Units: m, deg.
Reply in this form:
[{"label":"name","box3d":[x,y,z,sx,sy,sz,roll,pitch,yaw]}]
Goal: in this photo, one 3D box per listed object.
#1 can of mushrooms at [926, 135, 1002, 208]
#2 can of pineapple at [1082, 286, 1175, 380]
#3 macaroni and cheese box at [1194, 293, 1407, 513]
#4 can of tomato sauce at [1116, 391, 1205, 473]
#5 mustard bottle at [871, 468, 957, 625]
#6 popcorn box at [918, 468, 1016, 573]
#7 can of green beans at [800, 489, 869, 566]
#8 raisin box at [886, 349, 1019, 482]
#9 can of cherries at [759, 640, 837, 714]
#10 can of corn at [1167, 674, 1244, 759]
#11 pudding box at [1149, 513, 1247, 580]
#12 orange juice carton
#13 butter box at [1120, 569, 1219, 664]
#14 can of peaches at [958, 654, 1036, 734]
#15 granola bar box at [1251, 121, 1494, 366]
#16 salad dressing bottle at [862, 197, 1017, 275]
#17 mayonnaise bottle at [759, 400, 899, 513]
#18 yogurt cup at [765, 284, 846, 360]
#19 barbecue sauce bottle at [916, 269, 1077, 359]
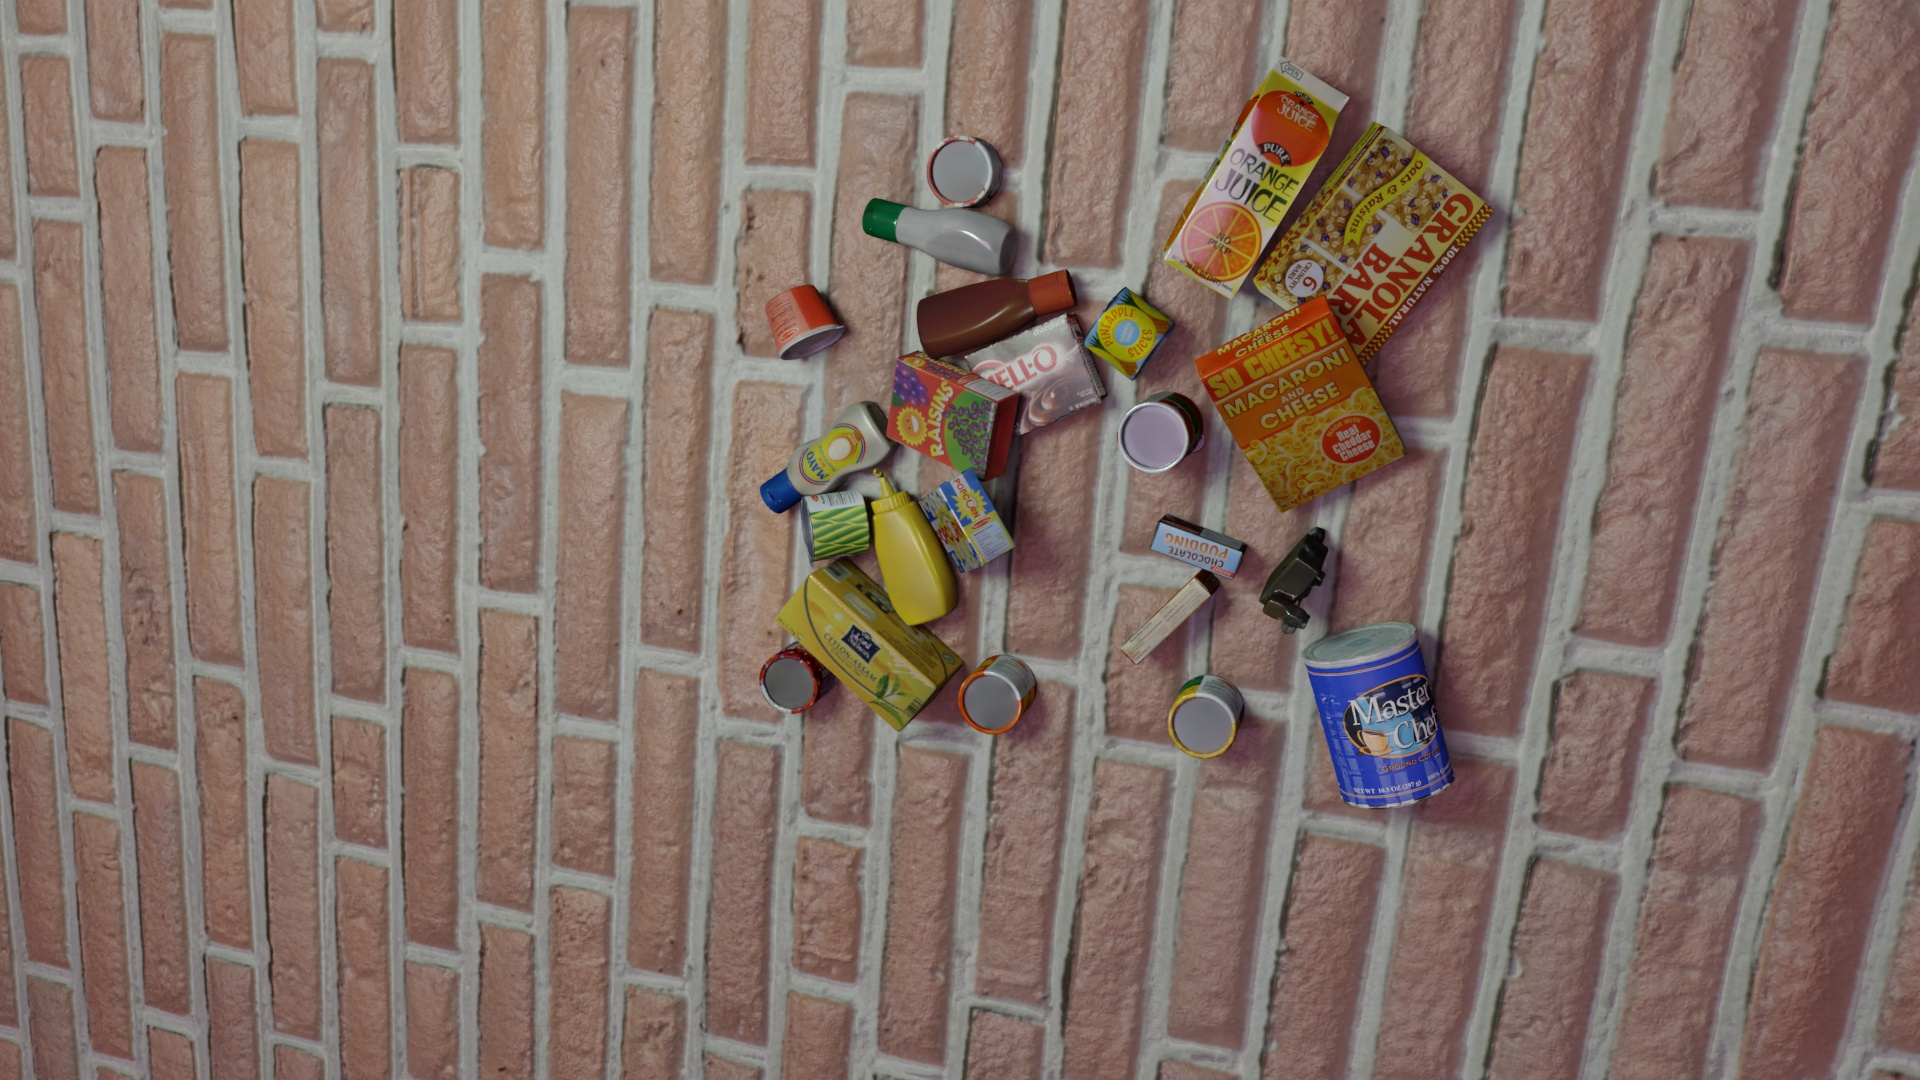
[{"label":"can of mushrooms","box3d":[0.001,-0.345,1.302,0.071,0.033,0.071,4,103,16]},{"label":"can of pineapple","box3d":[0.154,-0.188,1.266,0.058,0.071,0.070,38,110,6]},{"label":"macaroni and cheese box","box3d":[0.296,-0.117,1.209,0.123,0.040,0.166,-27,122,18]},{"label":"can of tomato sauce","box3d":[0.184,-0.098,1.267,0.071,0.083,0.071,4,102,17]},{"label":"mustard bottle","box3d":[-0.053,0.002,1.382,0.065,0.049,0.160,-16,95,25]},{"label":"popcorn box","box3d":[0.005,-0.017,1.321,0.038,0.126,0.085,-30,91,-11]},{"label":"can of green beans","box3d":[-0.125,-0.015,1.382,0.058,0.071,0.071,-8,100,-14]},{"label":"raisin box","box3d":[-0.009,-0.119,1.322,0.123,0.040,0.085,27,124,29]},{"label":"can of cherries","box3d":[-0.166,0.138,1.441,0.071,0.058,0.071,4,103,17]},{"label":"can of corn","box3d":[0.232,0.170,1.320,0.071,0.058,0.071,4,102,17]},{"label":"pudding box","box3d":[0.222,0.005,1.294,0.084,0.050,0.030,21,105,12]},{"label":"orange juice carton","box3d":[0.253,-0.313,1.200,0.072,0.073,0.192,29,109,-4]},{"label":"butter box","box3d":[0.199,0.072,1.314,0.024,0.053,0.103,46,110,7]},{"label":"can of peaches","box3d":[0.036,0.155,1.380,0.071,0.058,0.071,3,102,17]},{"label":"granola bar box","box3d":[0.349,-0.251,1.185,0.124,0.039,0.165,31,110,-15]},{"label":"salad dressing bottle","box3d":[-0.021,-0.290,1.309,0.148,0.064,0.044,19,67,20]},{"label":"mayonnaise bottle","box3d":[-0.135,-0.078,1.396,0.148,0.041,0.065,-32,88,20]},{"label":"yogurt cup","box3d":[-0.157,-0.215,1.364,0.072,0.072,0.054,-27,84,21]},{"label":"barbecue sauce bottle","box3d":[0.034,-0.218,1.306,0.148,0.043,0.065,-14,54,15]}]
